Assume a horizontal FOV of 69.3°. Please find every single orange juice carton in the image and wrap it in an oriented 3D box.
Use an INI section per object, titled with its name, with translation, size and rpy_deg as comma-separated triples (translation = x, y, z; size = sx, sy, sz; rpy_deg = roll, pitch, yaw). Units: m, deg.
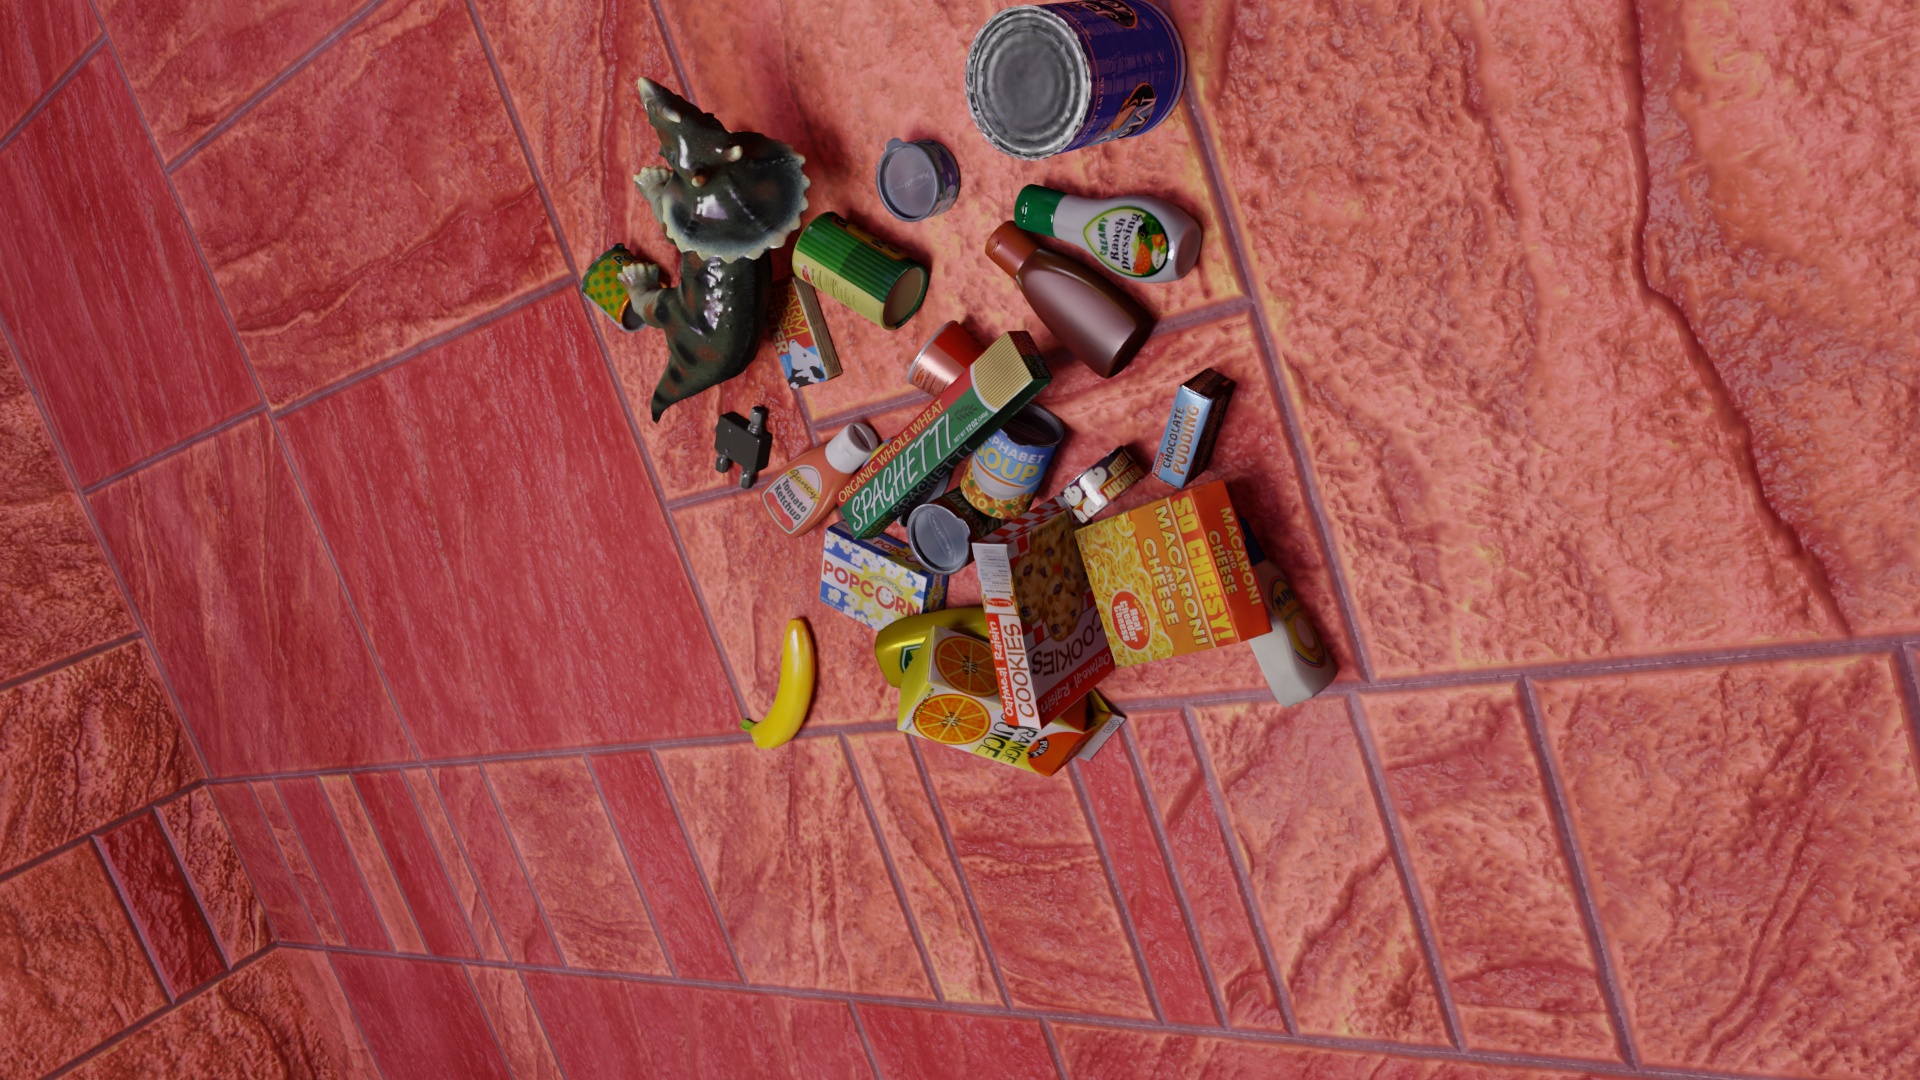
[orange juice carton]
translation = 0.047, 0.152, 1.250
size = 0.193, 0.073, 0.071
rpy_deg = 20, 129, -14

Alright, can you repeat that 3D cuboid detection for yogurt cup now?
[yogurt cup]
translation = -0.005, -0.148, 1.197
size = 0.054, 0.073, 0.072
rpy_deg = 39, 129, 7

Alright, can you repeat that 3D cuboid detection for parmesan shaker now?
[parmesan shaker]
translation = -0.086, -0.235, 1.220
size = 0.103, 0.071, 0.071
rpy_deg = 33, 126, 20

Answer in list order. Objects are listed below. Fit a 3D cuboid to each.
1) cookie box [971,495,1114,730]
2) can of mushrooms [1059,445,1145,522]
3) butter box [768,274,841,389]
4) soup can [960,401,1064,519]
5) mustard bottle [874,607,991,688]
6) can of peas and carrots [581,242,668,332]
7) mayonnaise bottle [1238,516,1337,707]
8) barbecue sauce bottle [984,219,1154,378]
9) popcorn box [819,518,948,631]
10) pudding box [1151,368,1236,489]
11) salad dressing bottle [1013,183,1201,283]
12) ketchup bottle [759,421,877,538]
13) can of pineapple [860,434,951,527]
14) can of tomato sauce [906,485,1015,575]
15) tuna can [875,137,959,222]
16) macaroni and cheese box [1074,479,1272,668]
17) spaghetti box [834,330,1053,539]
[cookie box]
translation = 0.073, 0.060, 1.188
size = 0.040, 0.123, 0.167
rpy_deg = 3, 111, 38
[can of mushrooms]
translation = 0.118, -0.047, 1.144
size = 0.033, 0.071, 0.070
rpy_deg = 53, 131, 5
[butter box]
translation = -0.153, -0.198, 1.312
size = 0.053, 0.024, 0.103
rpy_deg = -9, 104, 39
[soup can]
translation = 0.042, -0.068, 1.189
size = 0.071, 0.072, 0.083
rpy_deg = 37, 128, 19
[mustard bottle]
translation = 0.002, 0.093, 1.285
size = 0.160, 0.049, 0.065
rpy_deg = -15, 120, 16
[can of peas and carrots]
translation = -0.336, -0.254, 1.400
size = 0.059, 0.071, 0.070
rpy_deg = 41, 129, 15
[mayonnaise bottle]
translation = 0.243, 0.054, 1.099
size = 0.041, 0.065, 0.148
rpy_deg = -29, 87, 40
[barbecue sauce bottle]
translation = 0.083, -0.199, 1.119
size = 0.149, 0.044, 0.064
rpy_deg = 43, 129, 15
[popcorn box]
translation = -0.076, 0.041, 1.350
size = 0.127, 0.038, 0.084
rpy_deg = 25, 123, 27
[pudding box]
translation = 0.182, -0.087, 1.089
size = 0.030, 0.050, 0.083
rpy_deg = 29, 125, 22
[salad dressing bottle]
translation = 0.112, -0.242, 1.078
size = 0.148, 0.044, 0.064
rpy_deg = 23, 123, 28
[ketchup bottle]
translation = -0.135, -0.062, 1.346
size = 0.148, 0.044, 0.065
rpy_deg = -39, 84, 41
[can of pineapple]
translation = -0.051, -0.056, 1.272
size = 0.058, 0.071, 0.070
rpy_deg = 40, 129, 16
[can of tomato sauce]
translation = 0.004, -0.015, 1.233
size = 0.071, 0.083, 0.071
rpy_deg = 16, 118, 31
[tuna can]
translation = -0.037, -0.306, 1.170
size = 0.071, 0.033, 0.070
rpy_deg = 16, 118, 31
[macaroni and cheese box]
translation = 0.167, 0.030, 1.112
size = 0.166, 0.040, 0.123
rpy_deg = -23, 83, 60
[spaghetti box]
translation = -0.020, -0.083, 1.173
size = 0.249, 0.029, 0.050
rpy_deg = -40, 67, 36
